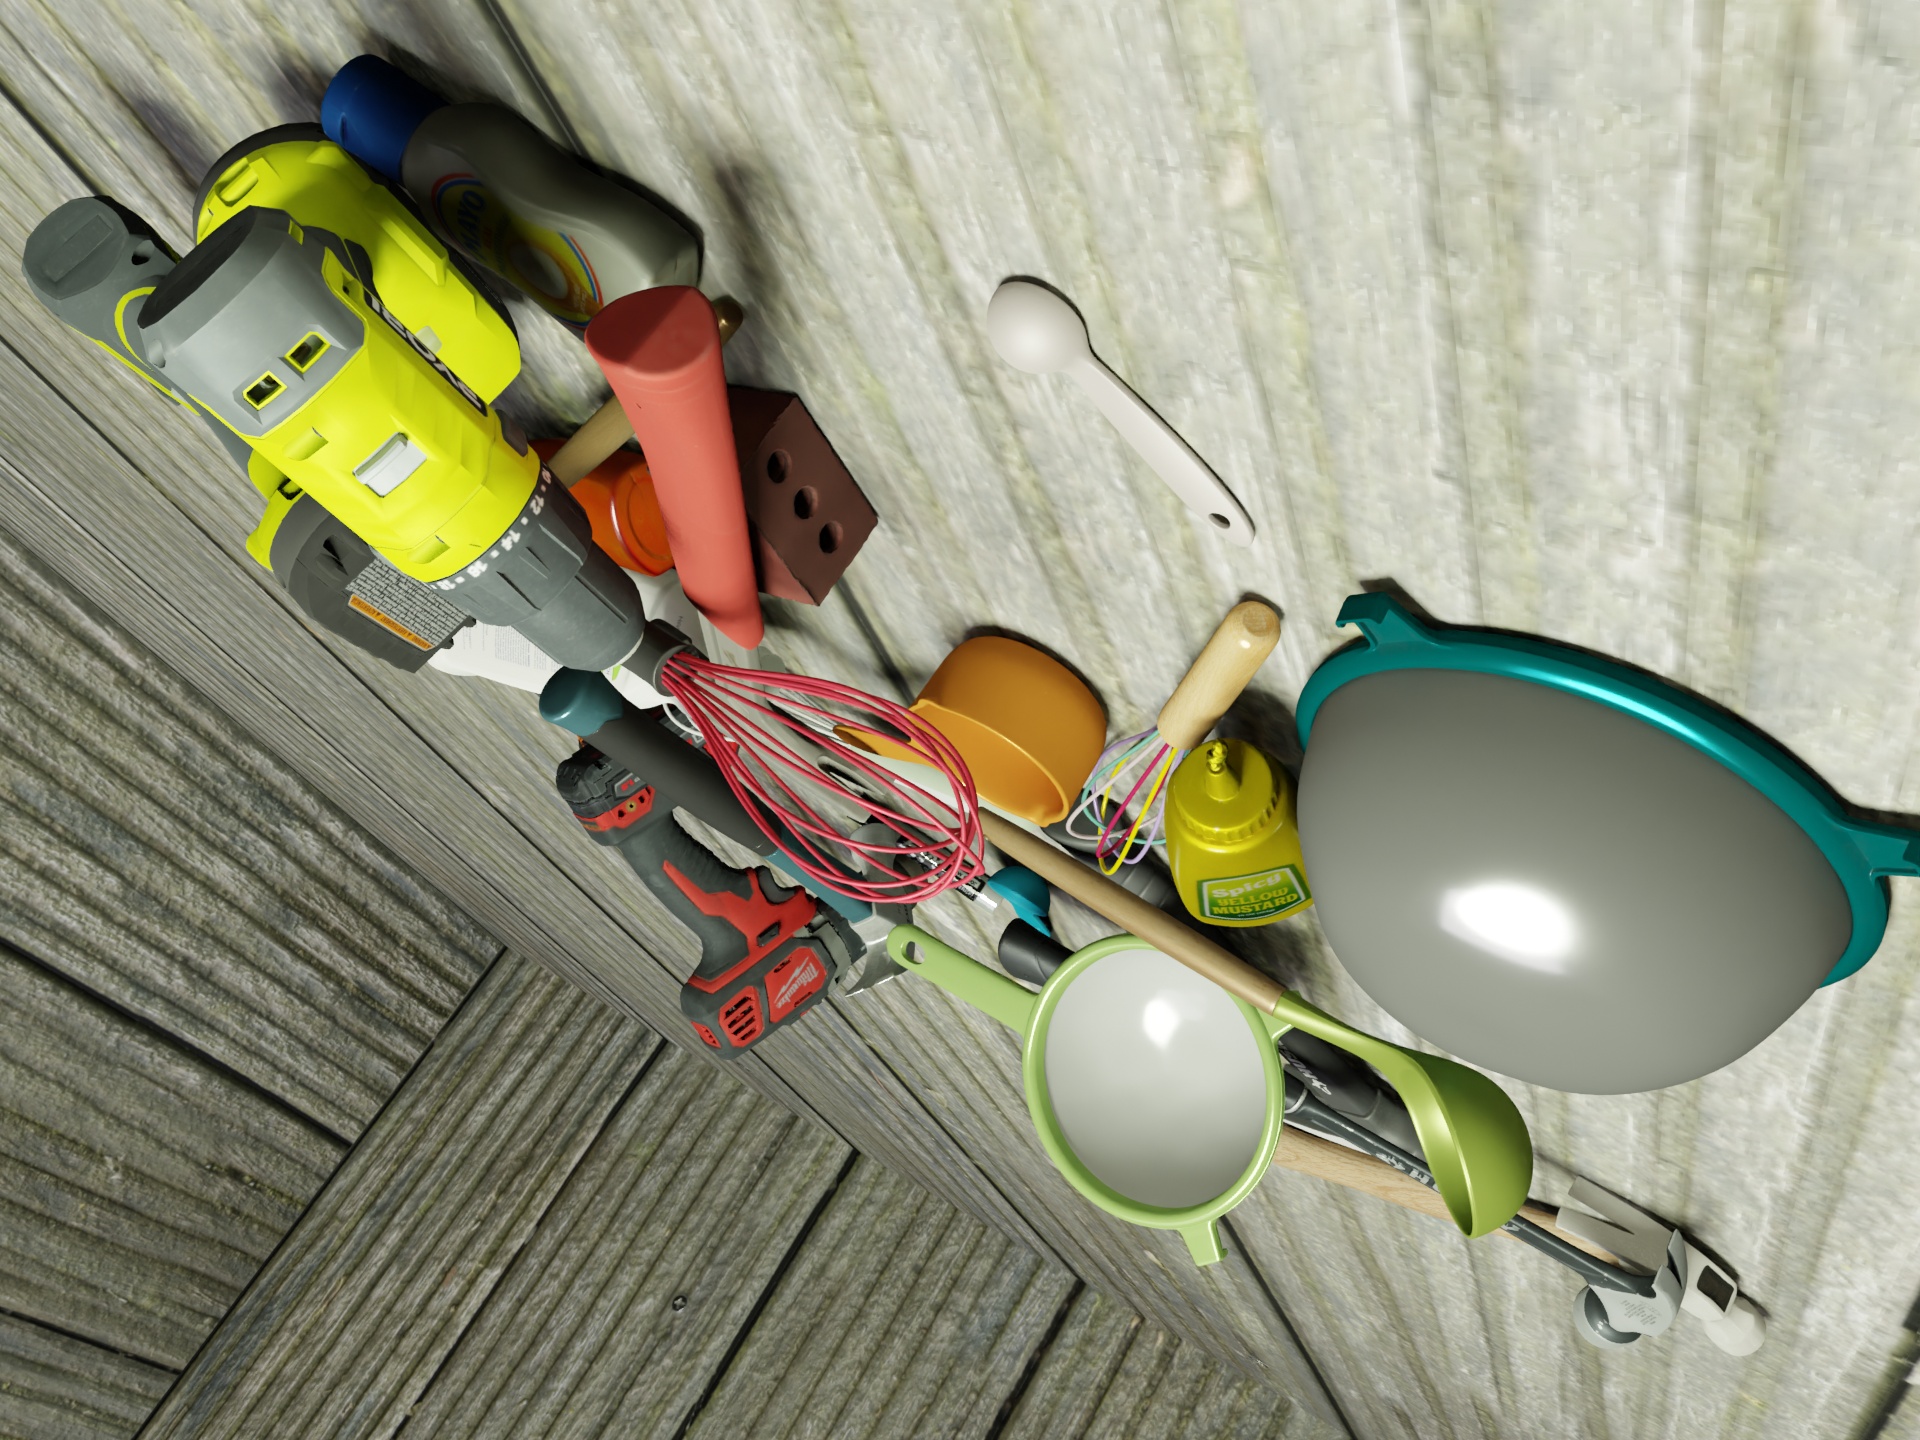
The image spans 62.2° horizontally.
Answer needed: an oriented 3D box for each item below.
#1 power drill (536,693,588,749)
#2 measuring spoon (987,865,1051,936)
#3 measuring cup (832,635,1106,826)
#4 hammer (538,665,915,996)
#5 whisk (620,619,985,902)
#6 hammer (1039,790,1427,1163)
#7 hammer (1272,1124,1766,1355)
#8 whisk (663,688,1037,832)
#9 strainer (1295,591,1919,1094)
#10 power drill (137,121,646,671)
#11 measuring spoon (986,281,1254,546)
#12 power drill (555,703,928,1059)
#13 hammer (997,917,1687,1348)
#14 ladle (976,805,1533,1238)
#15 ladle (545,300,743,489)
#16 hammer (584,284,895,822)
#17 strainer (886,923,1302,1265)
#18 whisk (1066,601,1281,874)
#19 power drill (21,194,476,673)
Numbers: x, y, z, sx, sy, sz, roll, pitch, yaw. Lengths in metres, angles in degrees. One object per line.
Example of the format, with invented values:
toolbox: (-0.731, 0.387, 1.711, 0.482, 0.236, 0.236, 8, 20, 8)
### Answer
power drill: (-0.288, -0.030, 1.101, 0.226, 0.084, 0.164, 40, 160, -27)
measuring spoon: (0.047, 0.116, 1.018, 0.042, 0.021, 0.128, 26, 167, 18)
measuring cup: (-0.001, -0.002, 0.767, 0.174, 0.052, 0.095, 9, 148, 53)
hammer: (-0.114, 0.056, 0.874, 0.033, 0.128, 0.330, -26, 143, 16)
whisk: (-0.101, -0.011, 0.632, 0.296, 0.073, 0.073, 30, 161, 34)
hammer: (0.155, 0.150, 0.895, 0.334, 0.035, 0.146, 45, 157, -26)
hammer: (0.318, 0.304, 0.999, 0.130, 0.031, 0.331, 44, 158, -27)
whisk: (-0.066, 0.012, 0.905, 0.246, 0.059, 0.057, 21, 169, 19)
strainer: (0.203, 0.099, 0.619, 0.211, 0.095, 0.340, 27, 157, 17)
power drill: (-0.207, -0.123, 0.596, 0.190, 0.080, 0.229, 47, -175, -39)
measuring spoon: (0.053, -0.094, 0.522, 0.124, 0.018, 0.034, 41, 158, -21)
power drill: (-0.138, 0.086, 1.048, 0.226, 0.188, 0.080, 61, 157, -15)
hammer: (0.200, 0.219, 0.884, 0.409, 0.036, 0.149, 28, 157, 16)
ladle: (0.123, 0.130, 0.757, 0.320, 0.062, 0.078, 30, 157, 28)
ladle: (-0.179, -0.120, 0.730, 0.315, 0.031, 0.069, -21, 100, 51)
hammer: (-0.092, -0.054, 0.650, 0.149, 0.037, 0.359, 32, 162, 8)
strainer: (0.072, 0.167, 0.868, 0.256, 0.151, 0.069, 23, -167, 35)
whisk: (0.090, 0.014, 0.680, 0.051, 0.047, 0.244, 33, 157, 5)
power drill: (-0.318, -0.131, 0.755, 0.223, 0.080, 0.171, 44, 175, 15)
